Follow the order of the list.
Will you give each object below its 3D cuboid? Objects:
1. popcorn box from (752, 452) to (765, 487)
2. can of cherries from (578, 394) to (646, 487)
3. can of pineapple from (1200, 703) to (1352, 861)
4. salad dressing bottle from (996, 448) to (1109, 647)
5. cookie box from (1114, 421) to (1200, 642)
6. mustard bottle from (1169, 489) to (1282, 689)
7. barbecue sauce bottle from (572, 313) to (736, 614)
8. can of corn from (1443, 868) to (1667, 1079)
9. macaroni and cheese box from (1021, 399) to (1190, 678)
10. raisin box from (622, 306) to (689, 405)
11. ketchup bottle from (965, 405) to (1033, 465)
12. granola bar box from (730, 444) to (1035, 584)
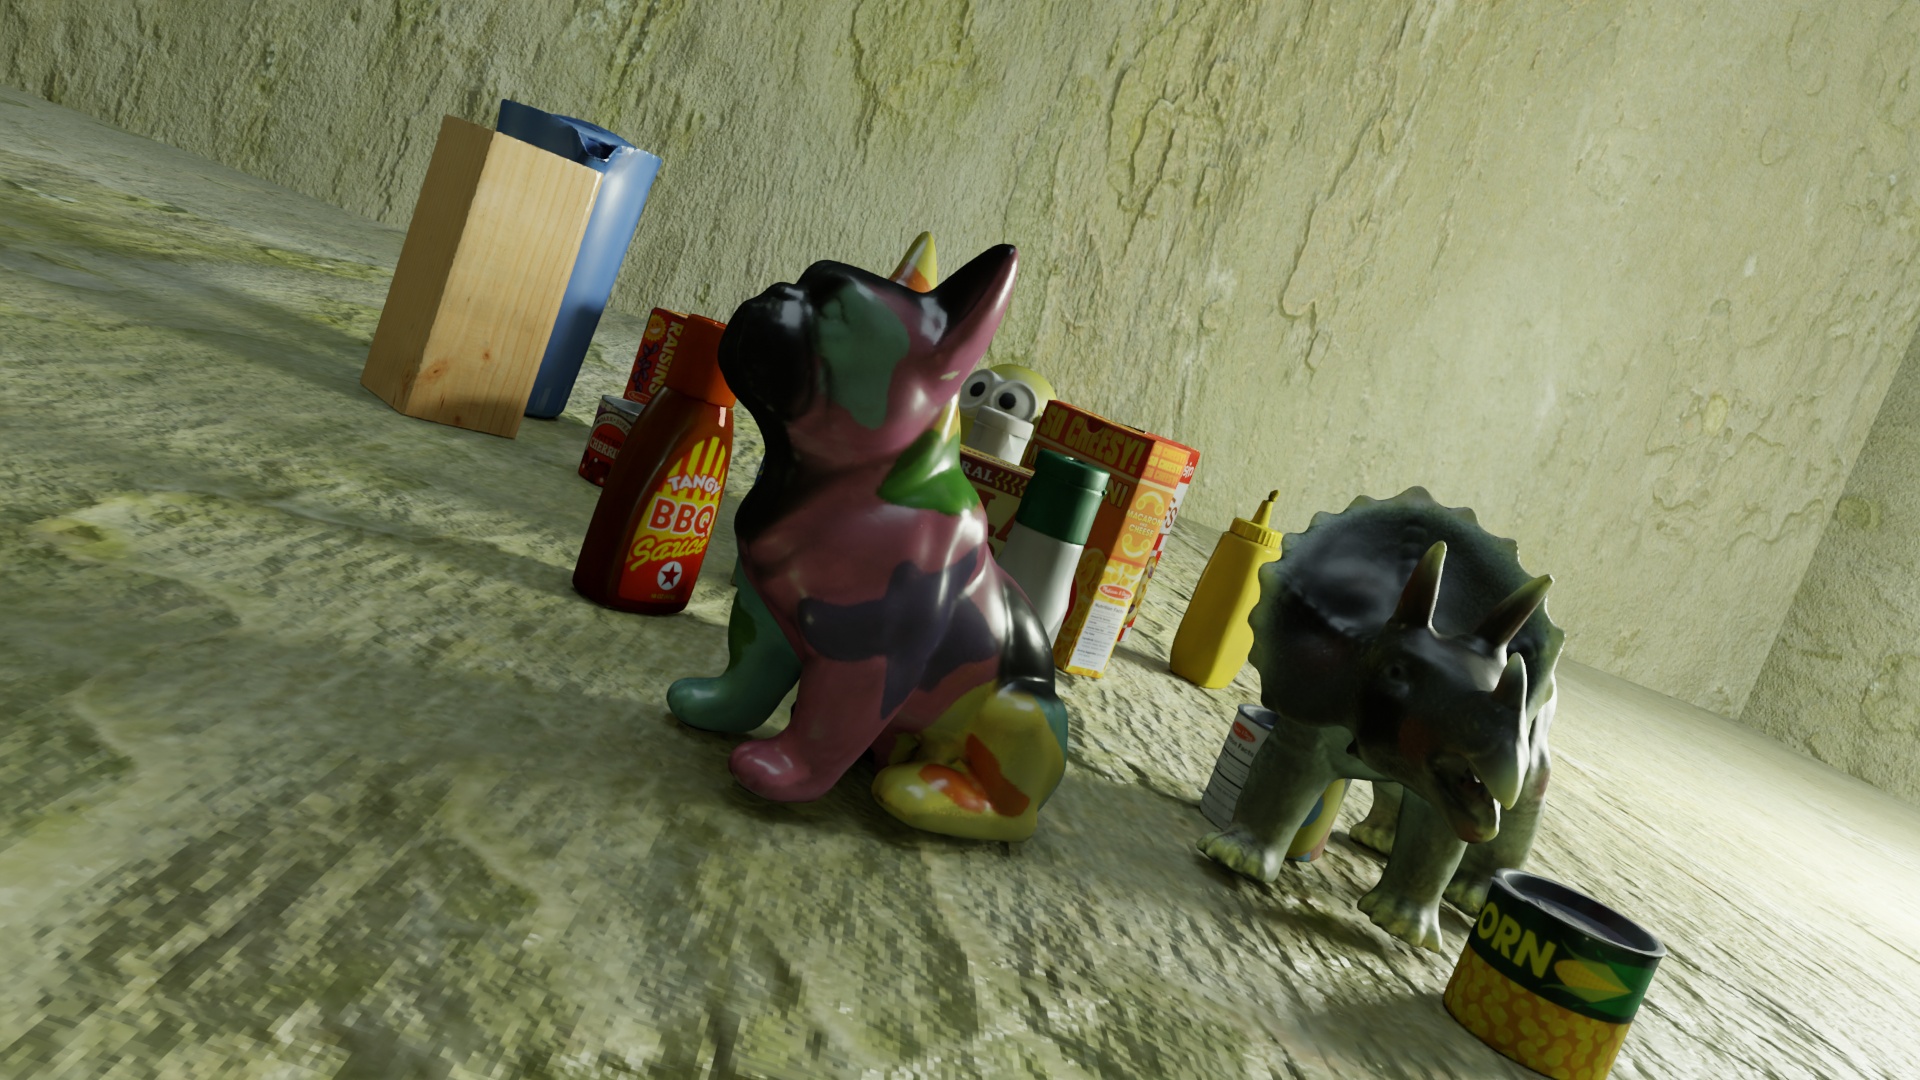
[{"bbox_3d":[-0.086,-0.024,0.986,0.127,0.085,0.038,14,9,-39],"label":"popcorn box"},{"bbox_3d":[-0.234,-0.066,0.991,0.071,0.058,0.071,20,7,-3],"label":"can of cherries"},{"bbox_3d":[0.164,0.123,0.709,0.071,0.057,0.071,20,7,-3],"label":"can of pineapple"},{"bbox_3d":[0.030,0.029,0.679,0.044,0.147,0.064,21,7,6],"label":"salad dressing bottle"},{"bbox_3d":[0.121,-0.004,1.071,0.040,0.167,0.123,24,8,27],"label":"cookie box"},{"bbox_3d":[0.212,0.034,1.070,0.049,0.160,0.065,25,8,32],"label":"mustard bottle"},{"bbox_3d":[-0.143,-0.038,0.696,0.044,0.148,0.065,25,8,32],"label":"barbecue sauce bottle"},{"bbox_3d":[0.231,0.171,0.549,0.071,0.058,0.071,20,7,-3],"label":"can of corn"},{"bbox_3d":[0.079,-0.005,0.973,0.040,0.166,0.124,15,9,-37],"label":"macaroni and cheese box"},{"bbox_3d":[-0.240,-0.127,1.159,0.040,0.123,0.086,23,7,16],"label":"raisin box"},{"bbox_3d":[0.003,-0.011,0.887,0.043,0.148,0.065,27,9,42],"label":"ketchup bottle"},{"bbox_3d":[-0.039,-0.006,0.834,0.165,0.124,0.039,20,7,-4],"label":"granola bar box"}]
